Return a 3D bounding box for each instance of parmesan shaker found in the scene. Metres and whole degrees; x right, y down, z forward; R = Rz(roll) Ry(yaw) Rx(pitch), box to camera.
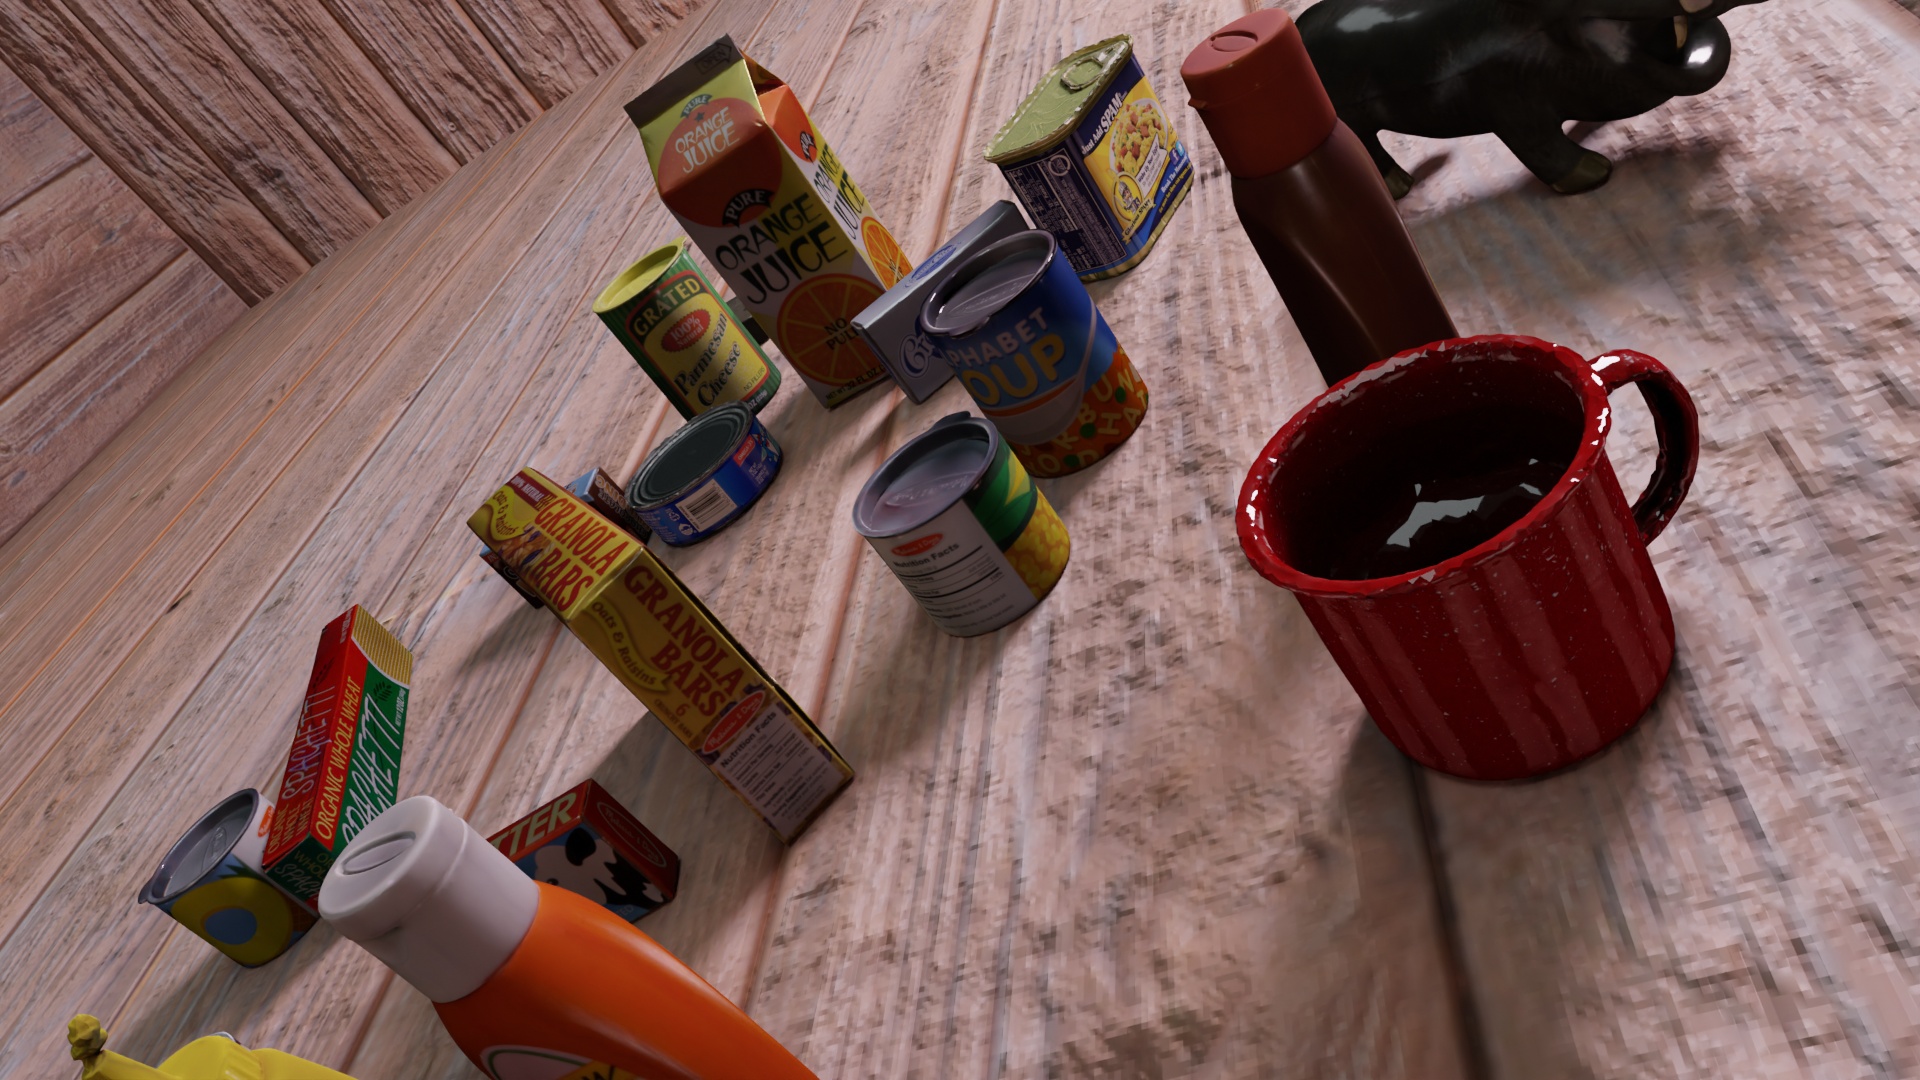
[{"bbox_3d":[-0.162,-0.122,0.845,0.071,0.102,0.072,-27,30,18],"label":"parmesan shaker"}]

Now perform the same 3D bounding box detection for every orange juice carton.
[{"bbox_3d":[-0.095,-0.173,0.753,0.071,0.192,0.073,-27,30,18],"label":"orange juice carton"}]

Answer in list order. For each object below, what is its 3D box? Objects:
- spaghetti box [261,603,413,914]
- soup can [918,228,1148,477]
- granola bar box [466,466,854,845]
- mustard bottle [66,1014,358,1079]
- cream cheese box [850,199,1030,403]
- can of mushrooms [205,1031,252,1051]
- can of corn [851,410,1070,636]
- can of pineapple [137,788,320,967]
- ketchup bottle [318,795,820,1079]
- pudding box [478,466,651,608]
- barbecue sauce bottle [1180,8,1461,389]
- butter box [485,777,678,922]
[{"bbox_3d":[-0.326,0.110,0.742,0.029,0.050,0.251,-37,29,0],"label":"spaghetti box"},{"bbox_3d":[0.031,-0.076,0.586,0.071,0.083,0.072,-27,30,18],"label":"soup can"},{"bbox_3d":[-0.122,0.039,0.546,0.039,0.124,0.165,-45,30,-14],"label":"granola bar box"},{"bbox_3d":[-0.171,0.174,0.365,0.065,0.159,0.049,-34,29,6],"label":"mustard bottle"},{"bbox_3d":[-0.001,-0.124,0.722,0.104,0.053,0.024,-40,29,-5],"label":"cream cheese box"},{"bbox_3d":[-0.300,0.233,0.550,0.071,0.033,0.071,-27,30,17],"label":"can of mushrooms"},{"bbox_3d":[0.002,-0.007,0.544,0.071,0.058,0.071,-27,30,18],"label":"can of corn"},{"bbox_3d":[-0.349,0.165,0.677,0.071,0.057,0.071,-27,30,18],"label":"can of pineapple"},{"bbox_3d":[-0.101,0.126,0.370,0.064,0.148,0.044,-22,32,25],"label":"ketchup bottle"},{"bbox_3d":[-0.225,-0.001,0.793,0.083,0.049,0.030,-26,31,19],"label":"pudding box"},{"bbox_3d":[0.121,-0.099,0.455,0.043,0.148,0.065,-37,29,2],"label":"barbecue sauce bottle"},{"bbox_3d":[-0.164,0.135,0.524,0.103,0.053,0.024,-30,29,12],"label":"butter box"}]
